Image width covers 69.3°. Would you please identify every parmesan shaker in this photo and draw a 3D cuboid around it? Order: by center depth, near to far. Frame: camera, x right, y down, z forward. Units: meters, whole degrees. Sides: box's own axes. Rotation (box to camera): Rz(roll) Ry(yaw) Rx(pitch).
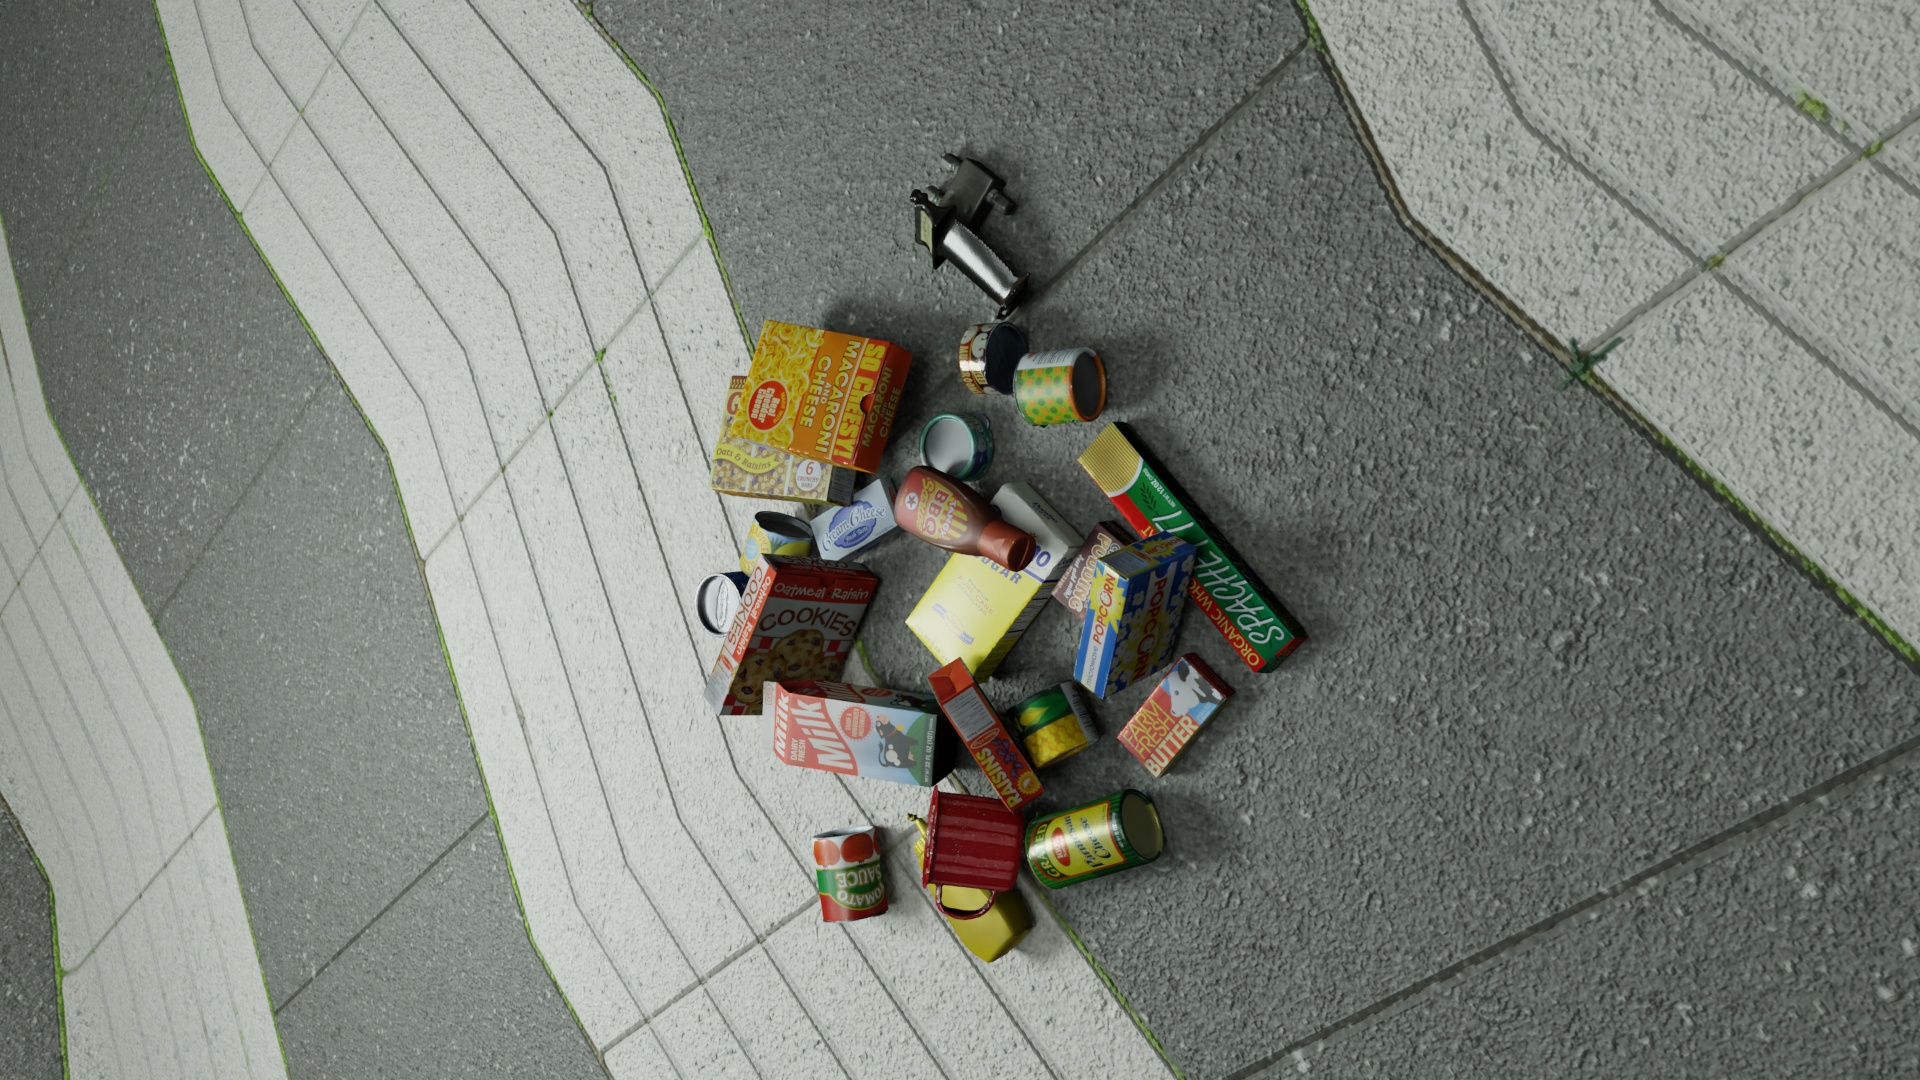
[{"bbox_3d":[0.116,0.260,1.220,0.103,0.071,0.071,-26,78,33],"label":"parmesan shaker"}]

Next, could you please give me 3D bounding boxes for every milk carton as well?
[{"bbox_3d":[-0.103,0.181,1.334,0.190,0.073,0.072,6,97,16],"label":"milk carton"}]

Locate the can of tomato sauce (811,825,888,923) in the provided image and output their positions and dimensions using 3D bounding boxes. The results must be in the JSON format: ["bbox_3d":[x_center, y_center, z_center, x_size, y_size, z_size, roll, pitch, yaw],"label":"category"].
[{"bbox_3d":[-0.110,0.331,1.381,0.071,0.071,0.083,-12,85,35],"label":"can of tomato sauce"}]

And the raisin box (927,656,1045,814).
[{"bbox_3d":[0.022,0.173,1.242,0.040,0.086,0.123,-33,104,-3],"label":"raisin box"}]

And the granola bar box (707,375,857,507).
[{"bbox_3d":[-0.175,-0.103,1.410,0.165,0.039,0.124,6,82,35],"label":"granola bar box"}]

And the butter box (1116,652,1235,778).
[{"bbox_3d":[0.184,0.151,1.193,0.053,0.024,0.103,46,116,24],"label":"butter box"}]

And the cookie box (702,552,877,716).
[{"bbox_3d":[-0.168,0.096,1.375,0.040,0.123,0.166,42,115,42],"label":"cookie box"}]

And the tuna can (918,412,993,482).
[{"bbox_3d":[-0.003,-0.089,1.309,0.071,0.033,0.071,2,94,35],"label":"tuna can"}]

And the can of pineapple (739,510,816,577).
[{"bbox_3d":[-0.189,0.009,1.422,0.071,0.071,0.057,31,110,30],"label":"can of pineapple"}]

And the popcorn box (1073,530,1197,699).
[{"bbox_3d":[0.145,0.062,1.156,0.038,0.085,0.126,36,132,37],"label":"popcorn box"}]

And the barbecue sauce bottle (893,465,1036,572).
[{"bbox_3d":[0.004,-0.016,1.249,0.149,0.044,0.064,29,104,40],"label":"barbecue sauce bottle"}]

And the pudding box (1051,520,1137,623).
[{"bbox_3d":[0.124,0.030,1.227,0.050,0.030,0.083,43,115,25],"label":"pudding box"}]

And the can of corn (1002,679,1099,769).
[{"bbox_3d":[0.081,0.166,1.240,0.071,0.071,0.058,-35,73,31],"label":"can of corn"}]

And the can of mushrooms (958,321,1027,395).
[{"bbox_3d":[0.029,-0.164,1.260,0.033,0.071,0.071,4,95,37],"label":"can of mushrooms"}]

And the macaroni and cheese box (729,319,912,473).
[{"bbox_3d":[-0.137,-0.141,1.344,0.166,0.040,0.123,15,87,36],"label":"macaroni and cheese box"}]

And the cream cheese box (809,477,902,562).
[{"bbox_3d":[-0.101,-0.017,1.387,0.103,0.024,0.053,-30,74,32],"label":"cream cheese box"}]

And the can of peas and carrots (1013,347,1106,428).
[{"bbox_3d":[0.089,-0.133,1.223,0.058,0.071,0.071,-1,92,35],"label":"can of peas and carrots"}]

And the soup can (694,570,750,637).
[{"bbox_3d":[-0.220,0.064,1.437,0.071,0.084,0.071,2,94,35],"label":"soup can"}]

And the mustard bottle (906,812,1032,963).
[{"bbox_3d":[0.000,0.318,1.315,0.160,0.049,0.065,51,117,23],"label":"mustard bottle"}]

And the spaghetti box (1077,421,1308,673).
[{"bbox_3d":[0.194,0.003,1.177,0.050,0.029,0.250,-49,65,28],"label":"spaghetti box"}]
